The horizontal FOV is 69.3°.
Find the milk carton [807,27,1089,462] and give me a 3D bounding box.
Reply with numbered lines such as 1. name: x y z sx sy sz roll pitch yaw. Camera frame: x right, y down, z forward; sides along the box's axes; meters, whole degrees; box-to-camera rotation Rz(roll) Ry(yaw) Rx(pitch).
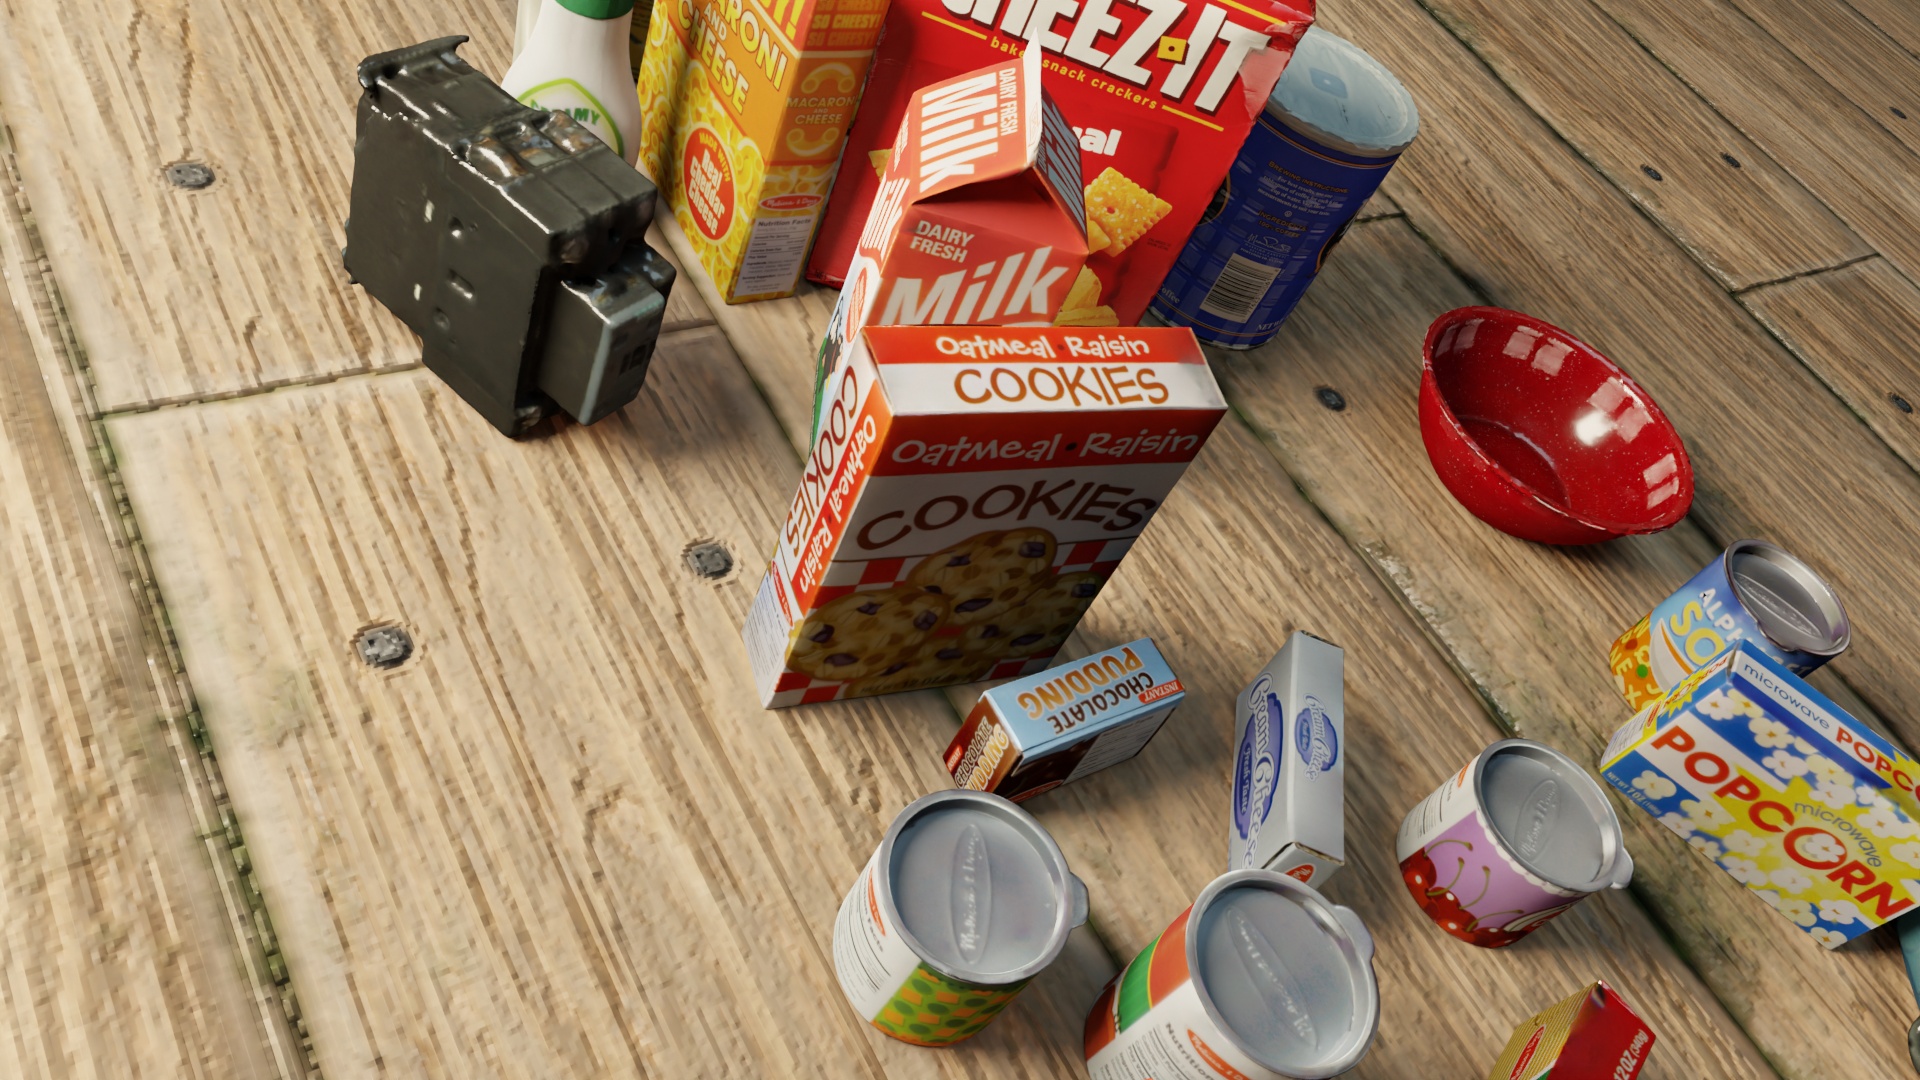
1. milk carton: -0.002 -0.108 0.563 0.073 0.189 0.073 12 49 -15

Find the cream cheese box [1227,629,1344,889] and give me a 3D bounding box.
1. cream cheese box: 0.128 0.091 0.549 0.024 0.053 0.104 21 47 -7

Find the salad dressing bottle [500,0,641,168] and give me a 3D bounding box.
1. salad dressing bottle: -0.165 -0.204 0.599 0.064 0.146 0.044 13 49 -14

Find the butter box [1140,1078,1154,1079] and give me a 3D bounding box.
1. butter box: 0.009 0.188 0.414 0.104 0.052 0.024 -1 53 -25

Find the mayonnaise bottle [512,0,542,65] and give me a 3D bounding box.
1. mayonnaise bottle: -0.181 -0.265 0.643 0.041 0.147 0.065 7 50 -19

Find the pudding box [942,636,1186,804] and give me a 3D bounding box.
1. pudding box: 0.040 0.070 0.529 0.084 0.049 0.030 -15 60 -33

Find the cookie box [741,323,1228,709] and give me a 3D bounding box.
1. cookie box: 0.002 -0.006 0.495 0.123 0.166 0.040 -4 55 -27

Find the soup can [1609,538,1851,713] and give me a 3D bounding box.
1. soup can: 0.367 0.051 0.669 0.071 0.083 0.072 13 48 -15

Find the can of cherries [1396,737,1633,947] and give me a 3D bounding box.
1. can of cherries: 0.221 0.124 0.559 0.071 0.058 0.072 13 48 -14

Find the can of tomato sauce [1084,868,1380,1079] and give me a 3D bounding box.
1. can of tomato sauce: 0.087 0.155 0.456 0.071 0.082 0.071 13 48 -15

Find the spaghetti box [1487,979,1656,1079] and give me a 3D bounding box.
1. spaghetti box: 0.155 0.236 0.442 0.029 0.050 0.251 44 48 14

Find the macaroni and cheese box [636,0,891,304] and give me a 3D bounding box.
1. macaroni and cheese box: -0.097 -0.209 0.621 0.040 0.165 0.124 -14 60 -33

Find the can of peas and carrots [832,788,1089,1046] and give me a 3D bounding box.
1. can of peas and carrots: -0.001 0.125 0.458 0.071 0.058 0.071 13 48 -14

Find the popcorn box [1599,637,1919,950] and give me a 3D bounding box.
1. popcorn box: 0.366 0.113 0.616 0.127 0.084 0.038 39 47 10
